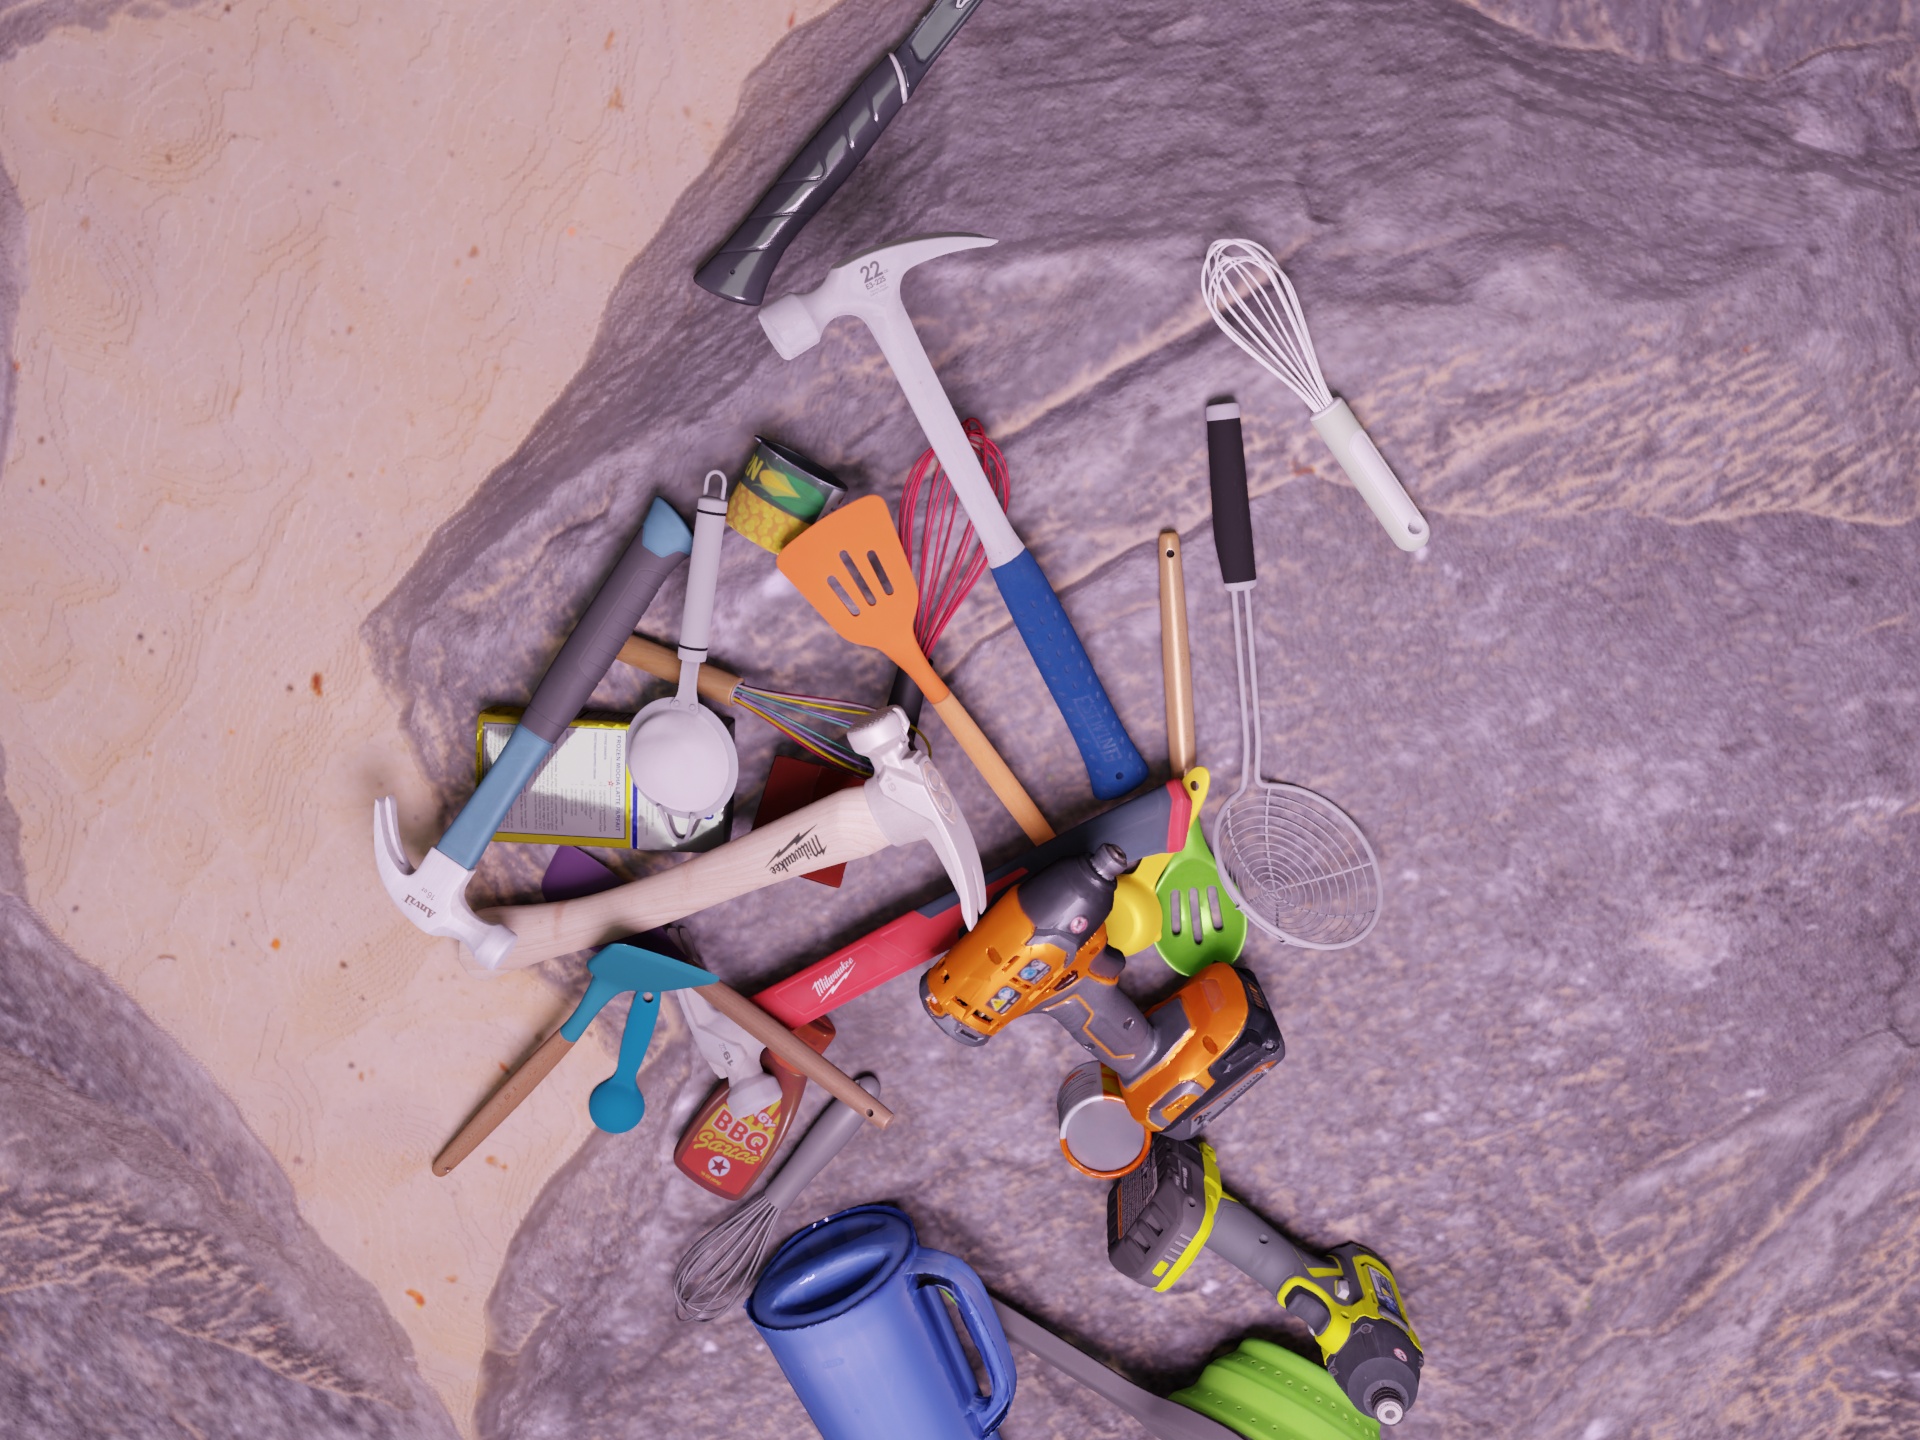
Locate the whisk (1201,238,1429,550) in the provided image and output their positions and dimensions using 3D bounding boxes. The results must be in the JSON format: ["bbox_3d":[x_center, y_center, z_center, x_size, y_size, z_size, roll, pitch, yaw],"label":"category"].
[{"bbox_3d":[0.236,-0.211,1.043,0.058,0.059,0.246,-42,103,-18],"label":"whisk"}]

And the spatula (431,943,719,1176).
[{"bbox_3d":[-0.293,0.246,1.131,0.082,0.044,0.317,27,120,-34],"label":"spatula"}]

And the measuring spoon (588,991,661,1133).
[{"bbox_3d":[-0.245,0.250,1.173,0.042,0.021,0.128,18,104,-2],"label":"measuring spoon"}]

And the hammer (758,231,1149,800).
[{"bbox_3d":[0.031,-0.116,1.015,0.144,0.035,0.405,-32,118,-4],"label":"hammer"}]

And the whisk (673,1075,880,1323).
[{"bbox_3d":[-0.136,0.356,1.181,0.055,0.055,0.239,38,98,-6],"label":"whisk"}]

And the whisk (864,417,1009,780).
[{"bbox_3d":[-0.025,-0.061,1.081,0.073,0.073,0.295,15,108,-1],"label":"whisk"}]

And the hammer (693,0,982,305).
[{"bbox_3d":[-0.031,-0.429,1.011,0.149,0.036,0.409,42,101,-5],"label":"hammer"}]

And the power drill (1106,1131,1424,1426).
[{"bbox_3d":[0.216,0.389,1.111,0.223,0.171,0.080,32,102,-1],"label":"power drill"}]

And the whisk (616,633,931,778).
[{"bbox_3d":[-0.131,-0.013,1.082,0.245,0.051,0.047,21,80,14],"label":"whisk"}]

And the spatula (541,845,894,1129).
[{"bbox_3d":[-0.174,0.188,1.105,0.316,0.018,0.059,32,103,19],"label":"spatula"}]

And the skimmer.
[{"bbox_3d":[0.212,-0.030,1.059,0.127,0.090,0.363,-12,101,-29],"label":"skimmer"}]

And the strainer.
[{"bbox_3d":[-0.181,-0.037,1.052,0.087,0.050,0.258,13,101,17],"label":"strainer"}]

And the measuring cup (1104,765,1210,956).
[{"bbox_3d":[0.129,0.098,1.098,0.062,0.029,0.156,36,117,23],"label":"measuring cup"}]

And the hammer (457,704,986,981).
[{"bbox_3d":[-0.177,0.119,1.065,0.410,0.038,0.146,-21,103,27],"label":"hammer"}]

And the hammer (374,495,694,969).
[{"bbox_3d":[-0.277,-0.002,1.072,0.128,0.033,0.331,33,91,-1],"label":"hammer"}]

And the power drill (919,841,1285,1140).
[{"bbox_3d":[0.107,0.176,1.050,0.226,0.084,0.164,32,113,-27],"label":"power drill"}]

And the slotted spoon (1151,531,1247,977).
[{"bbox_3d":[0.157,0.026,1.107,0.070,0.031,0.313,-5,100,3],"label":"slotted spoon"}]

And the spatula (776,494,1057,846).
[{"bbox_3d":[-0.002,-0.003,1.068,0.081,0.041,0.322,-32,118,8],"label":"spatula"}]

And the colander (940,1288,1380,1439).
[{"bbox_3d":[0.166,0.478,1.169,0.397,0.204,0.094,28,68,12],"label":"colander"}]

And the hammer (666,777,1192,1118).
[{"bbox_3d":[-0.021,0.128,1.096,0.386,0.038,0.143,-29,77,11],"label":"hammer"}]
